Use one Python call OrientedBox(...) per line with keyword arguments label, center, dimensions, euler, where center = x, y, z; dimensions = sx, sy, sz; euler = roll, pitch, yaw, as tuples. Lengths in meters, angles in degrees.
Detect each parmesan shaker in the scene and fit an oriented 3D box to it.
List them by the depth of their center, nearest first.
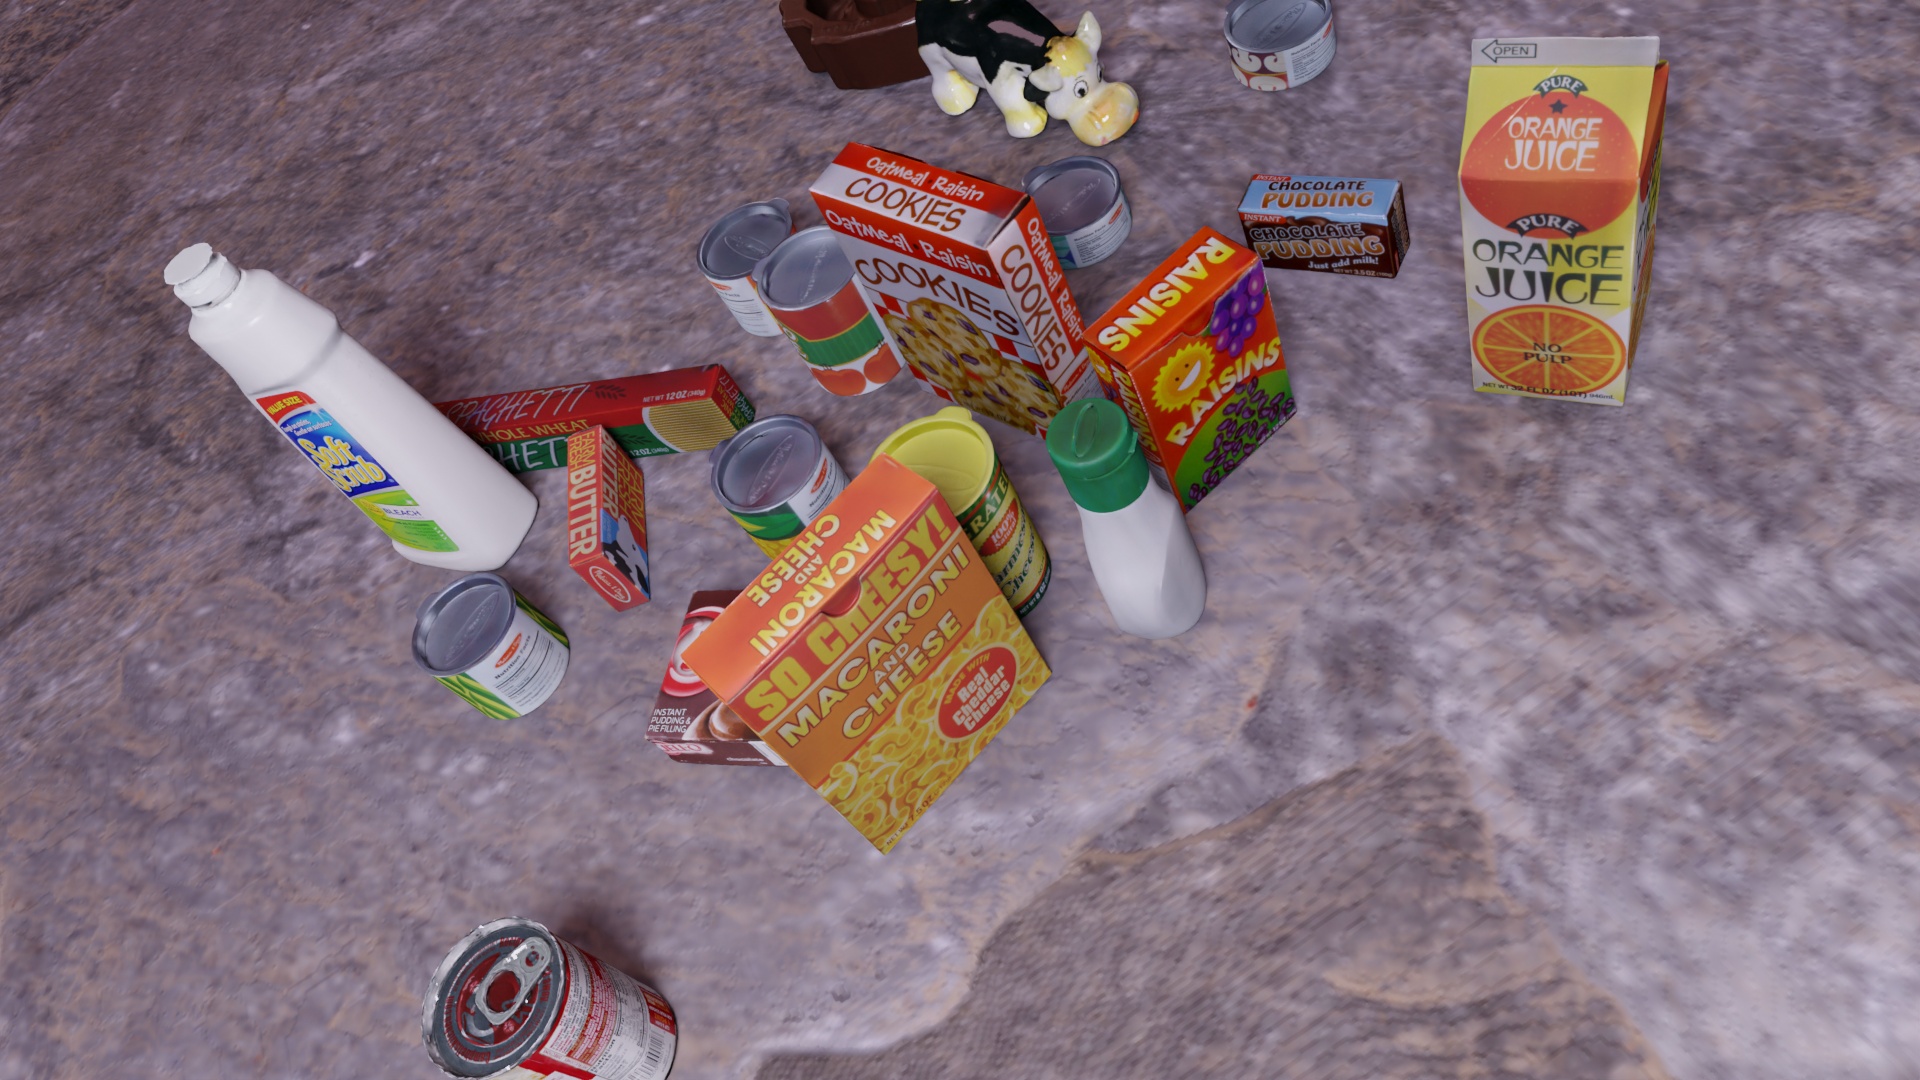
OrientedBox(label="parmesan shaker", center=(0.002, -0.009, 0.698), dimensions=(0.071, 0.102, 0.071), euler=(-11, 54, 16))

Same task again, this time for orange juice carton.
OrientedBox(label="orange juice carton", center=(0.271, -0.149, 0.625), dimensions=(0.072, 0.192, 0.073), euler=(10, 62, 28))

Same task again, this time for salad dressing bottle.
OrientedBox(label="salad dressing bottle", center=(0.077, -0.008, 0.637), dimensions=(0.044, 0.147, 0.064), euler=(1, 58, 24))

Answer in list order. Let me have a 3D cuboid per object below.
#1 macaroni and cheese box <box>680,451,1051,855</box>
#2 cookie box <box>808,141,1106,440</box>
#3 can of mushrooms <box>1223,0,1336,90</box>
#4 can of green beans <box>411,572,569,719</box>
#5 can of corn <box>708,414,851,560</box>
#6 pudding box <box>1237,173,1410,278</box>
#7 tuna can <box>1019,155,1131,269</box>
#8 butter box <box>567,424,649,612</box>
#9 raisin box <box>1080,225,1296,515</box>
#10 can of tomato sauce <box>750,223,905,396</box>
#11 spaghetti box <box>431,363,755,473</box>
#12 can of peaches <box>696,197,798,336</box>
OrientedBox(label="macaroni and cheese box", center=(-0.033, 0.057, 0.627), dimensions=(0.124, 0.166, 0.040), euler=(-47, 53, -12))
OrientedBox(label="cookie box", center=(0.005, -0.127, 0.737), dimensions=(0.123, 0.166, 0.040), euler=(26, 71, 34))
OrientedBox(label="can of mushrooms", center=(0.199, -0.317, 0.873), dimensions=(0.071, 0.033, 0.071), euler=(-11, 54, 16))
OrientedBox(label="can of green beans", center=(-0.266, 0.061, 0.791), dimensions=(0.071, 0.057, 0.071), euler=(-11, 54, 16))
OrientedBox(label="can of corn", center=(-0.099, -0.028, 0.782), dimensions=(0.071, 0.058, 0.071), euler=(-11, 54, 16))
OrientedBox(label="pudding box", center=(0.200, -0.174, 0.763), dimensions=(0.084, 0.049, 0.030), euler=(12, 63, 29))
OrientedBox(label="tuna can", center=(0.068, -0.201, 0.848), dimensions=(0.071, 0.032, 0.071), euler=(-11, 54, 16))
OrientedBox(label="butter box", center=(-0.208, -0.014, 0.821), dimensions=(0.024, 0.053, 0.104), euler=(-20, 52, 9))
OrientedBox(label="raisin box", center=(0.116, -0.081, 0.687), dimensions=(0.086, 0.123, 0.040), euler=(-41, 52, -7))
OrientedBox(label="can of tomato sauce", center=(-0.076, -0.136, 0.831), dimensions=(0.071, 0.082, 0.071), euler=(-11, 54, 16))
OrientedBox(label="spaghetti box", center=(-0.253, -0.072, 0.882), dimensions=(0.250, 0.050, 0.029), euler=(-5, 56, 20))
OrientedBox(label="can of peaches", center=(-0.125, -0.176, 0.895), dimensions=(0.071, 0.058, 0.071), euler=(-11, 54, 16))
